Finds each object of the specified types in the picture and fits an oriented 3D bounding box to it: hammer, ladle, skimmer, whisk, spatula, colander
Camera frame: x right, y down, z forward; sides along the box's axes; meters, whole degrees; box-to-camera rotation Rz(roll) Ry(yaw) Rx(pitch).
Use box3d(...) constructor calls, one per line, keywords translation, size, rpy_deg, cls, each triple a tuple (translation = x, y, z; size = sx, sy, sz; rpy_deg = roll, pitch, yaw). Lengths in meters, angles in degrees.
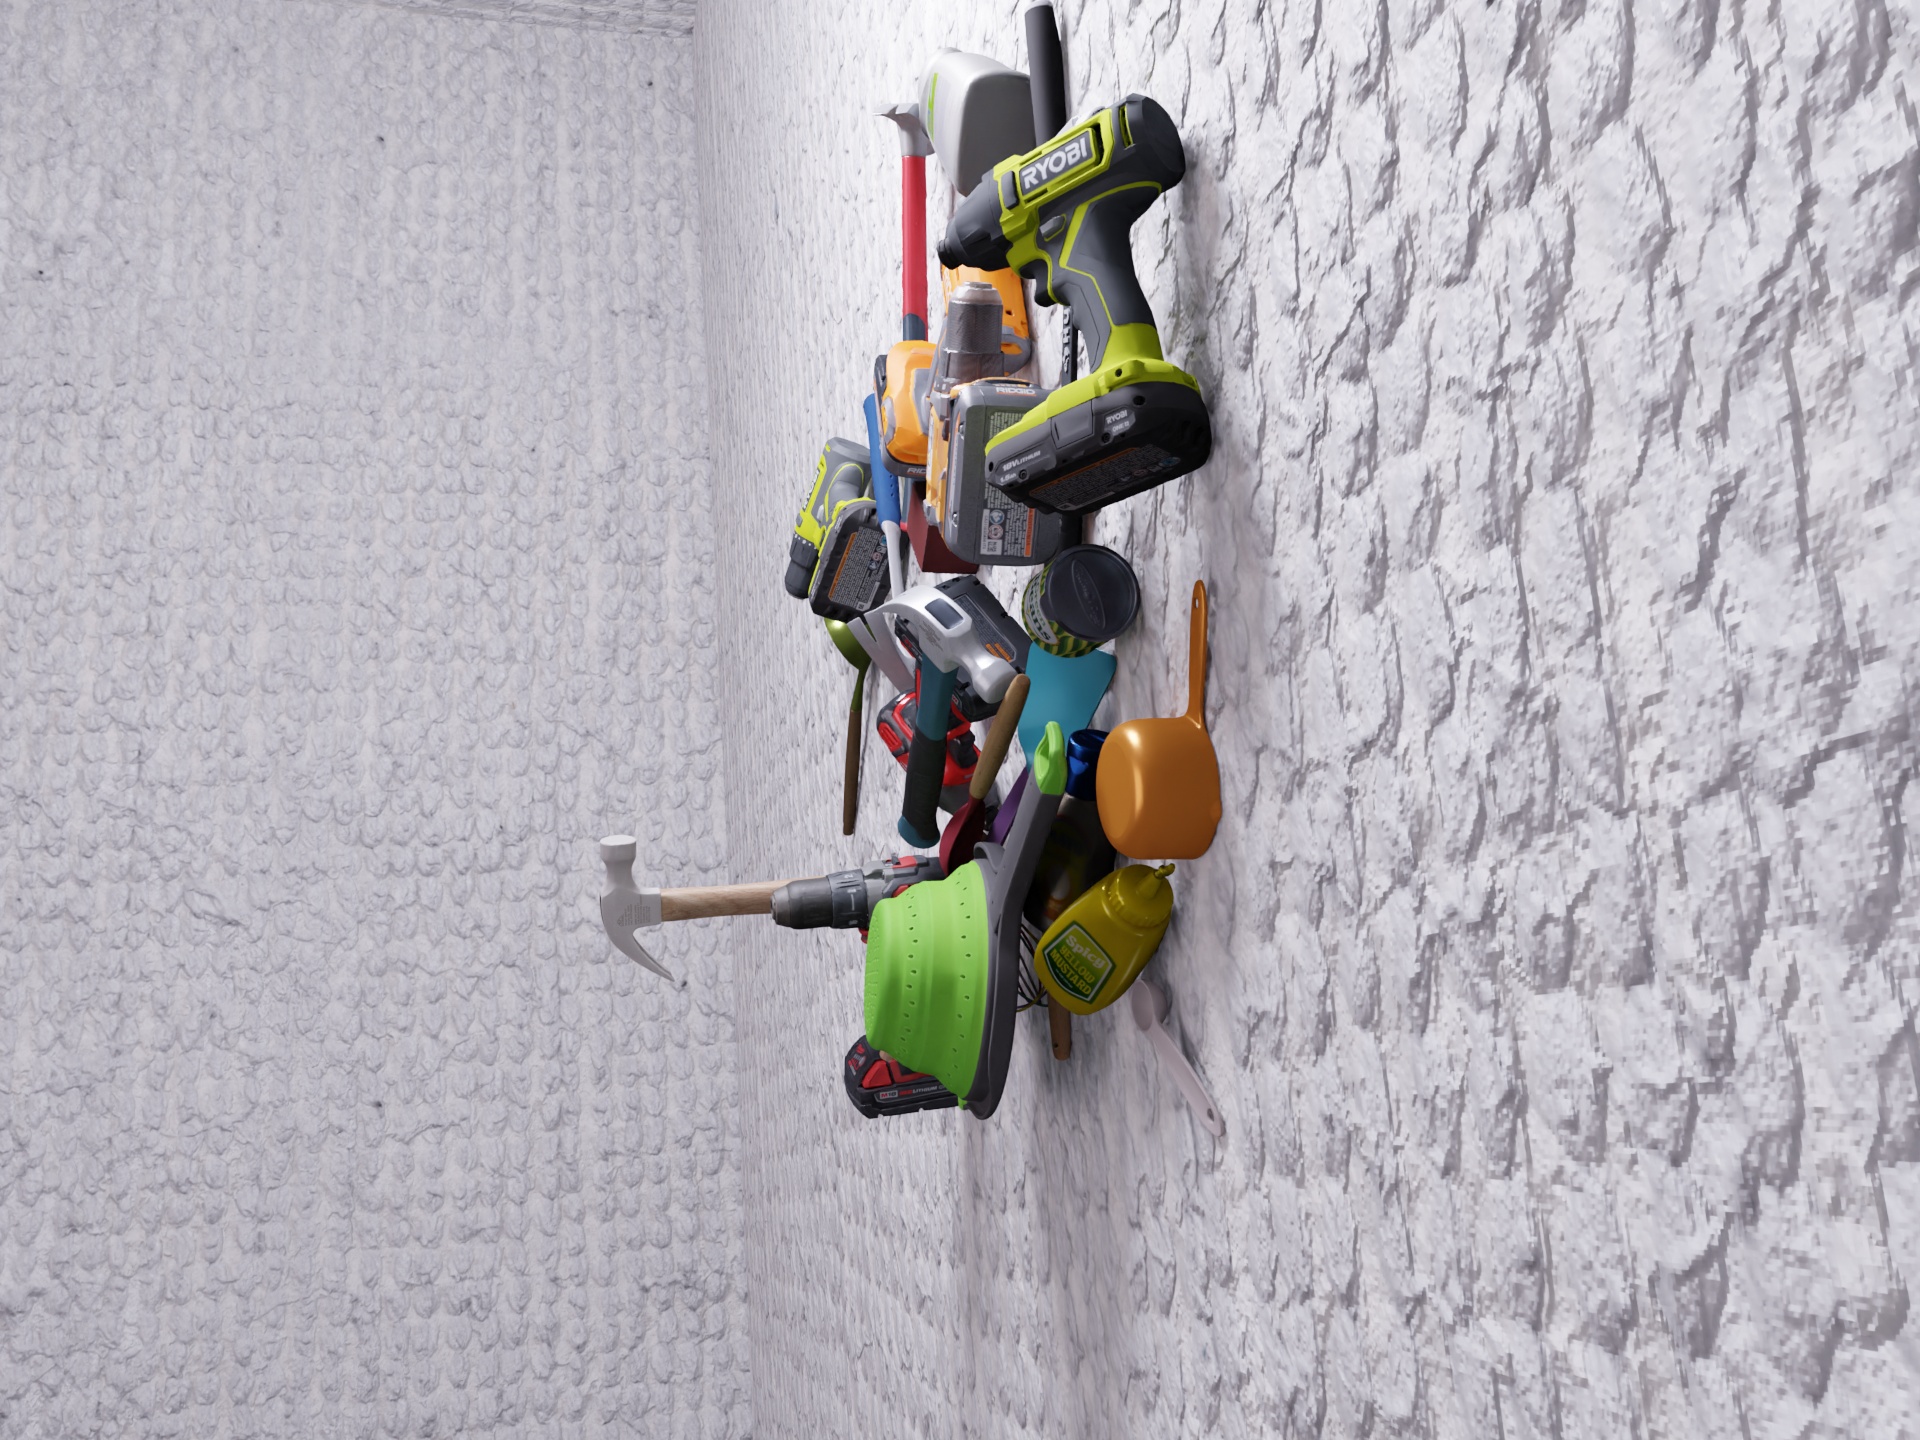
box3d(translation=(-0.155, 0.160, 1.431), size=(0.031, 0.331, 0.130), rpy_deg=(-147, 57, -70), cls="hammer")
box3d(translation=(-0.070, -0.186, 1.570), size=(0.143, 0.035, 0.406), rpy_deg=(48, -154, -44), cls="hammer")
box3d(translation=(0.018, 0.043, 1.187), size=(0.069, 0.031, 0.315), rpy_deg=(-61, -5, -27), cls="ladle")
box3d(translation=(-0.045, -0.367, 1.479), size=(0.143, 0.038, 0.386), rpy_deg=(-49, -40, -72), cls="hammer")
box3d(translation=(-0.023, 0.013, 1.234), size=(0.128, 0.033, 0.330), rpy_deg=(49, 156, 21), cls="hammer")
box3d(translation=(0.032, -0.585, 1.159), size=(0.127, 0.090, 0.363), rpy_deg=(-9, 83, 43), cls="skimmer")
box3d(translation=(-0.137, 0.007, 1.883), size=(0.078, 0.062, 0.320), rpy_deg=(-97, 11, -56), cls="ladle")
box3d(translation=(0.037, 0.157, 1.294), size=(0.245, 0.051, 0.047), rpy_deg=(-110, 34, -61), cls="whisk")
box3d(translation=(0.074, -0.212, 1.137), size=(0.149, 0.036, 0.409), rpy_deg=(-144, 55, -72), cls="hammer")
box3d(translation=(0.074, 0.101, 1.151), size=(0.082, 0.044, 0.317), rpy_deg=(16, 116, 44), cls="spatula")
box3d(translation=(-0.007, 0.137, 1.123), size=(0.396, 0.094, 0.205), rpy_deg=(104, 167, -47), cls="colander")
box3d(translation=(-0.002, 0.160, 1.315), size=(0.060, 0.018, 0.315), rpy_deg=(-82, 16, -66), cls="spatula")

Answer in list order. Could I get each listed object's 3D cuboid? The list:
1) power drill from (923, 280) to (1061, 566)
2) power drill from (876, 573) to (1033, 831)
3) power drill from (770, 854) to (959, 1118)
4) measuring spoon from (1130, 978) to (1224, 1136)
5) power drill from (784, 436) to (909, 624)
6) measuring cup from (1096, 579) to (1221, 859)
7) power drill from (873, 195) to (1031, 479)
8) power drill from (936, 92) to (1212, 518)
box3d(translation=(0.019, -0.214, 1.139), size=(0.226, 0.084, 0.185), rpy_deg=(-115, 28, -70), cls="power drill")
box3d(translation=(-0.002, -0.004, 1.307), size=(0.143, 0.078, 0.219), rpy_deg=(51, 154, 21), cls="power drill")
box3d(translation=(-0.070, 0.232, 1.415), size=(0.080, 0.188, 0.226), rpy_deg=(-139, 45, -71), cls="power drill")
box3d(translation=(0.137, 0.207, 0.979), size=(0.124, 0.018, 0.034), rpy_deg=(-121, 32, -48), cls="measuring spoon")
box3d(translation=(-0.137, -0.194, 1.763), size=(0.190, 0.080, 0.229), rpy_deg=(-67, 23, 19), cls="power drill")
box3d(translation=(0.117, 0.001, 0.953), size=(0.095, 0.052, 0.173), rpy_deg=(-132, 41, -67), cls="measuring cup")
box3d(translation=(-0.008, -0.324, 1.350), size=(0.226, 0.084, 0.164), rpy_deg=(129, 139, -60), cls="power drill")
box3d(translation=(0.065, -0.247, 0.974), size=(0.171, 0.080, 0.223), rpy_deg=(-19, 71, 35), cls="power drill")
